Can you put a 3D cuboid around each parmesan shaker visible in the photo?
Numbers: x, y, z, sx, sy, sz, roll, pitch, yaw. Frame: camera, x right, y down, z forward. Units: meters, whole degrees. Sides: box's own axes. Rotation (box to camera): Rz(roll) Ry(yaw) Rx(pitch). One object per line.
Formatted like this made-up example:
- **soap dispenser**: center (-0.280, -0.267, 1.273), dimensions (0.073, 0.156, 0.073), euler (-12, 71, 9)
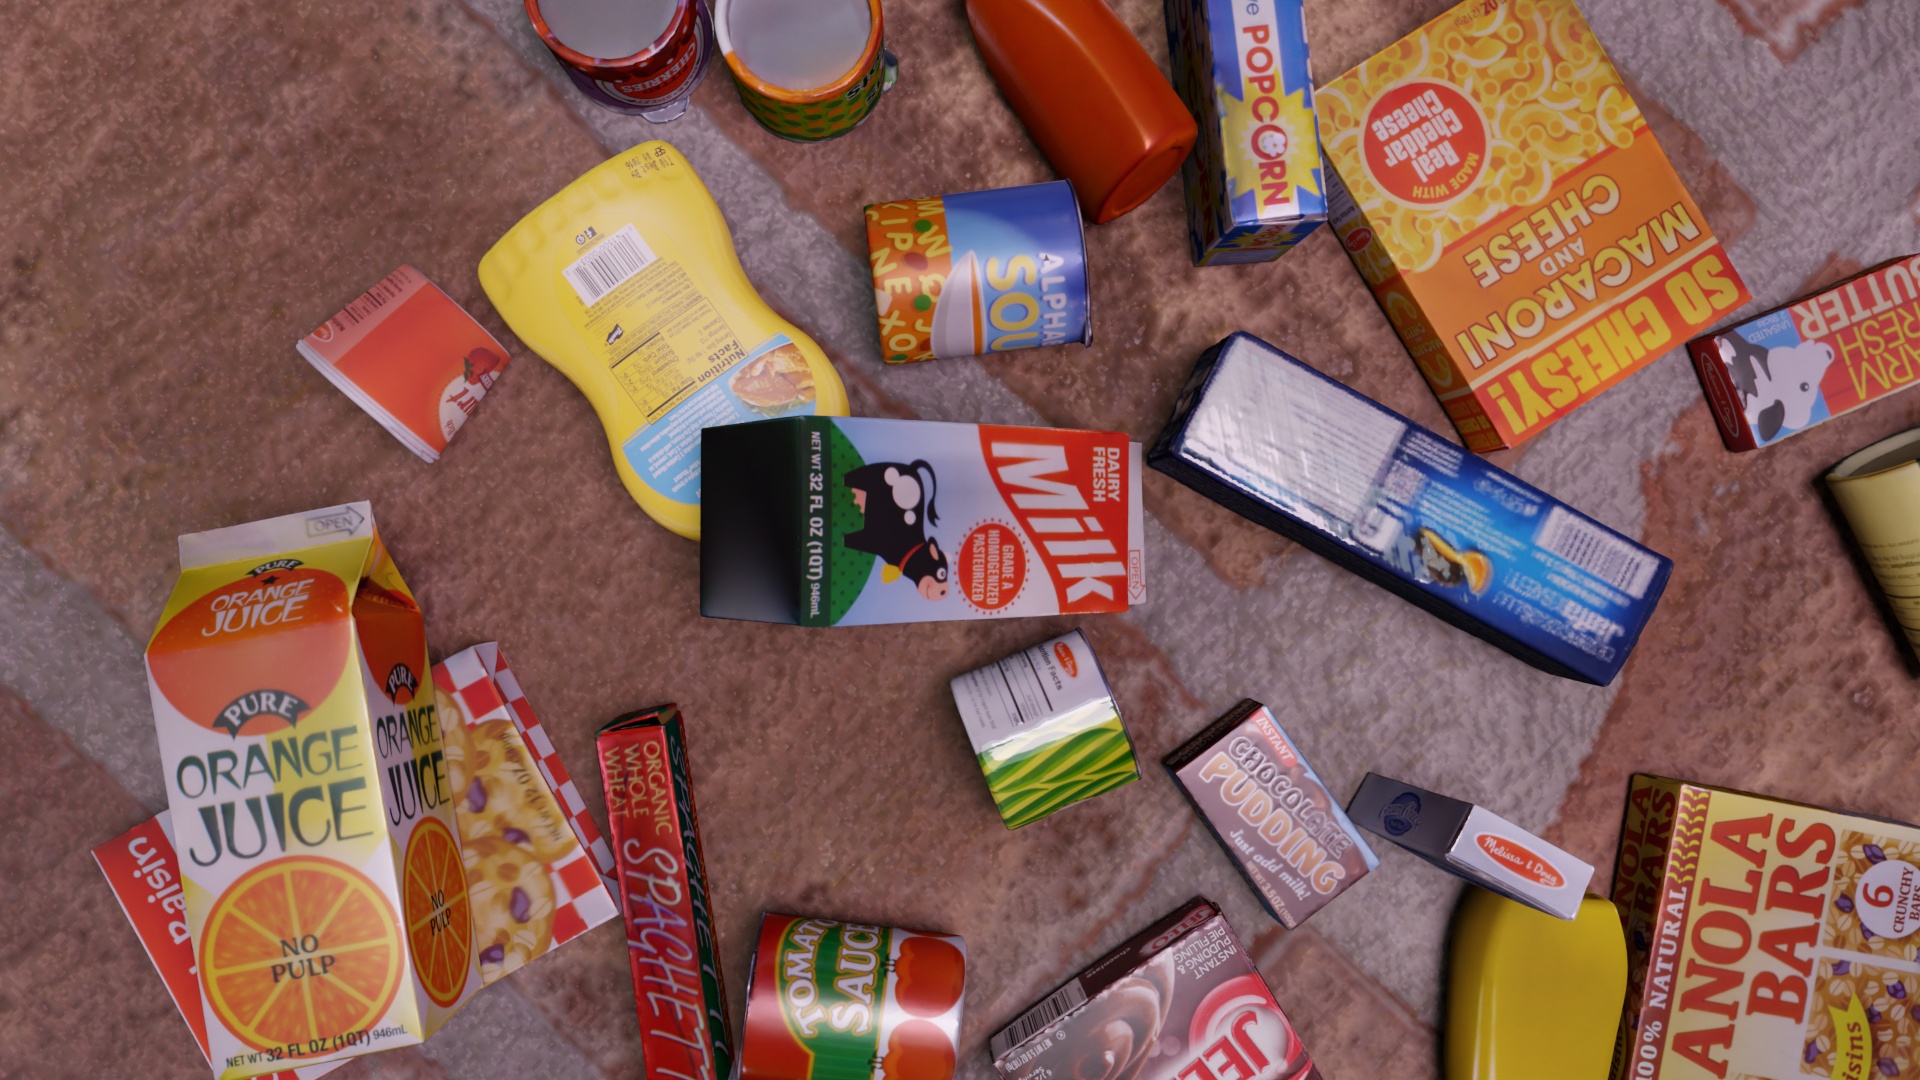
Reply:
- **parmesan shaker**: center (0.418, 0.005, 0.574), dimensions (0.071, 0.071, 0.103), euler (-27, 91, -2)

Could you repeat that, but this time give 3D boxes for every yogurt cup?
- **yogurt cup**: center (-0.219, -0.073, 0.554), dimensions (0.072, 0.072, 0.054), euler (41, 81, -1)

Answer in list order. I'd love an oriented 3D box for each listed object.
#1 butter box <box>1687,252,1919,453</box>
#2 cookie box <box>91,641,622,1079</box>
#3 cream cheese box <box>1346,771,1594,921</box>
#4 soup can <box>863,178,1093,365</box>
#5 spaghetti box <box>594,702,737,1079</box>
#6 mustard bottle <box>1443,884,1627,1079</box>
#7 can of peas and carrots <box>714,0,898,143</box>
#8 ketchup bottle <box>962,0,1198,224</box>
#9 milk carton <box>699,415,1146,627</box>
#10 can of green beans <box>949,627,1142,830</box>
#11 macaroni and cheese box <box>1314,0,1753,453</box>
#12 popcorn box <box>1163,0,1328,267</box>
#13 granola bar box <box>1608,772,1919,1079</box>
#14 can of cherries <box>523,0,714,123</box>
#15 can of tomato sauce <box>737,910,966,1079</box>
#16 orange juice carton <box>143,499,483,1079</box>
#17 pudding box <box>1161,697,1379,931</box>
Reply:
- **butter box**: center (0.372, -0.081, 0.596), dimensions (0.103, 0.024, 0.053), euler (-23, 91, -2)
- **cookie box**: center (-0.238, 0.134, 0.563), dimensions (0.167, 0.040, 0.123), euler (-28, 91, -3)
- **cream cheese box**: center (0.197, 0.119, 0.548), dimensions (0.053, 0.103, 0.024), euler (29, 85, -3)
- **soup can**: center (0.007, -0.105, 0.560), dimensions (0.084, 0.071, 0.071), euler (-8, 90, -2)
- **spaghetti box**: center (-0.111, 0.191, 0.562), dimensions (0.029, 0.050, 0.250), euler (-9, 90, -3)
- **mustard bottle**: center (0.231, 0.222, 0.576), dimensions (0.065, 0.049, 0.160), euler (9, 90, -2)
- **can of peas and carrots**: center (-0.061, -0.201, 0.563), dimensions (0.071, 0.059, 0.071), euler (0, 90, -2)
- **ketchup bottle**: center (0.035, -0.205, 0.567), dimensions (0.044, 0.064, 0.149), euler (-30, 82, -25)
- **milk carton**: center (0.002, -0.007, 0.534), dimensions (0.191, 0.073, 0.072), euler (-1, 91, -37)
- **can of green beans**: center (0.034, 0.076, 0.561), dimensions (0.058, 0.071, 0.071), euler (-22, 91, -1)
- **macaroni and cheese box**: center (0.230, -0.138, 0.583), dimensions (0.124, 0.040, 0.166), euler (-31, 90, -2)
- **popcorn box**: center (0.112, -0.180, 0.556), dimensions (0.038, 0.085, 0.126), euler (-7, 90, -1)
- **granola bar box**: center (0.337, 0.191, 0.585), dimensions (0.124, 0.039, 0.165), euler (11, 89, -3)
- **can of cherries**: center (-0.135, -0.211, 0.560), dimensions (0.071, 0.058, 0.071), euler (0, 89, -2)
- **can of tomato sauce**: center (-0.043, 0.185, 0.555), dimensions (0.083, 0.071, 0.071), euler (7, 90, -3)
- **orange juice carton**: center (-0.235, 0.086, 0.506), dimensions (0.072, 0.073, 0.192), euler (-10, 88, -3)
- **pudding box**: center (0.130, 0.114, 0.582), dimensions (0.050, 0.030, 0.083), euler (-36, 91, -3)
